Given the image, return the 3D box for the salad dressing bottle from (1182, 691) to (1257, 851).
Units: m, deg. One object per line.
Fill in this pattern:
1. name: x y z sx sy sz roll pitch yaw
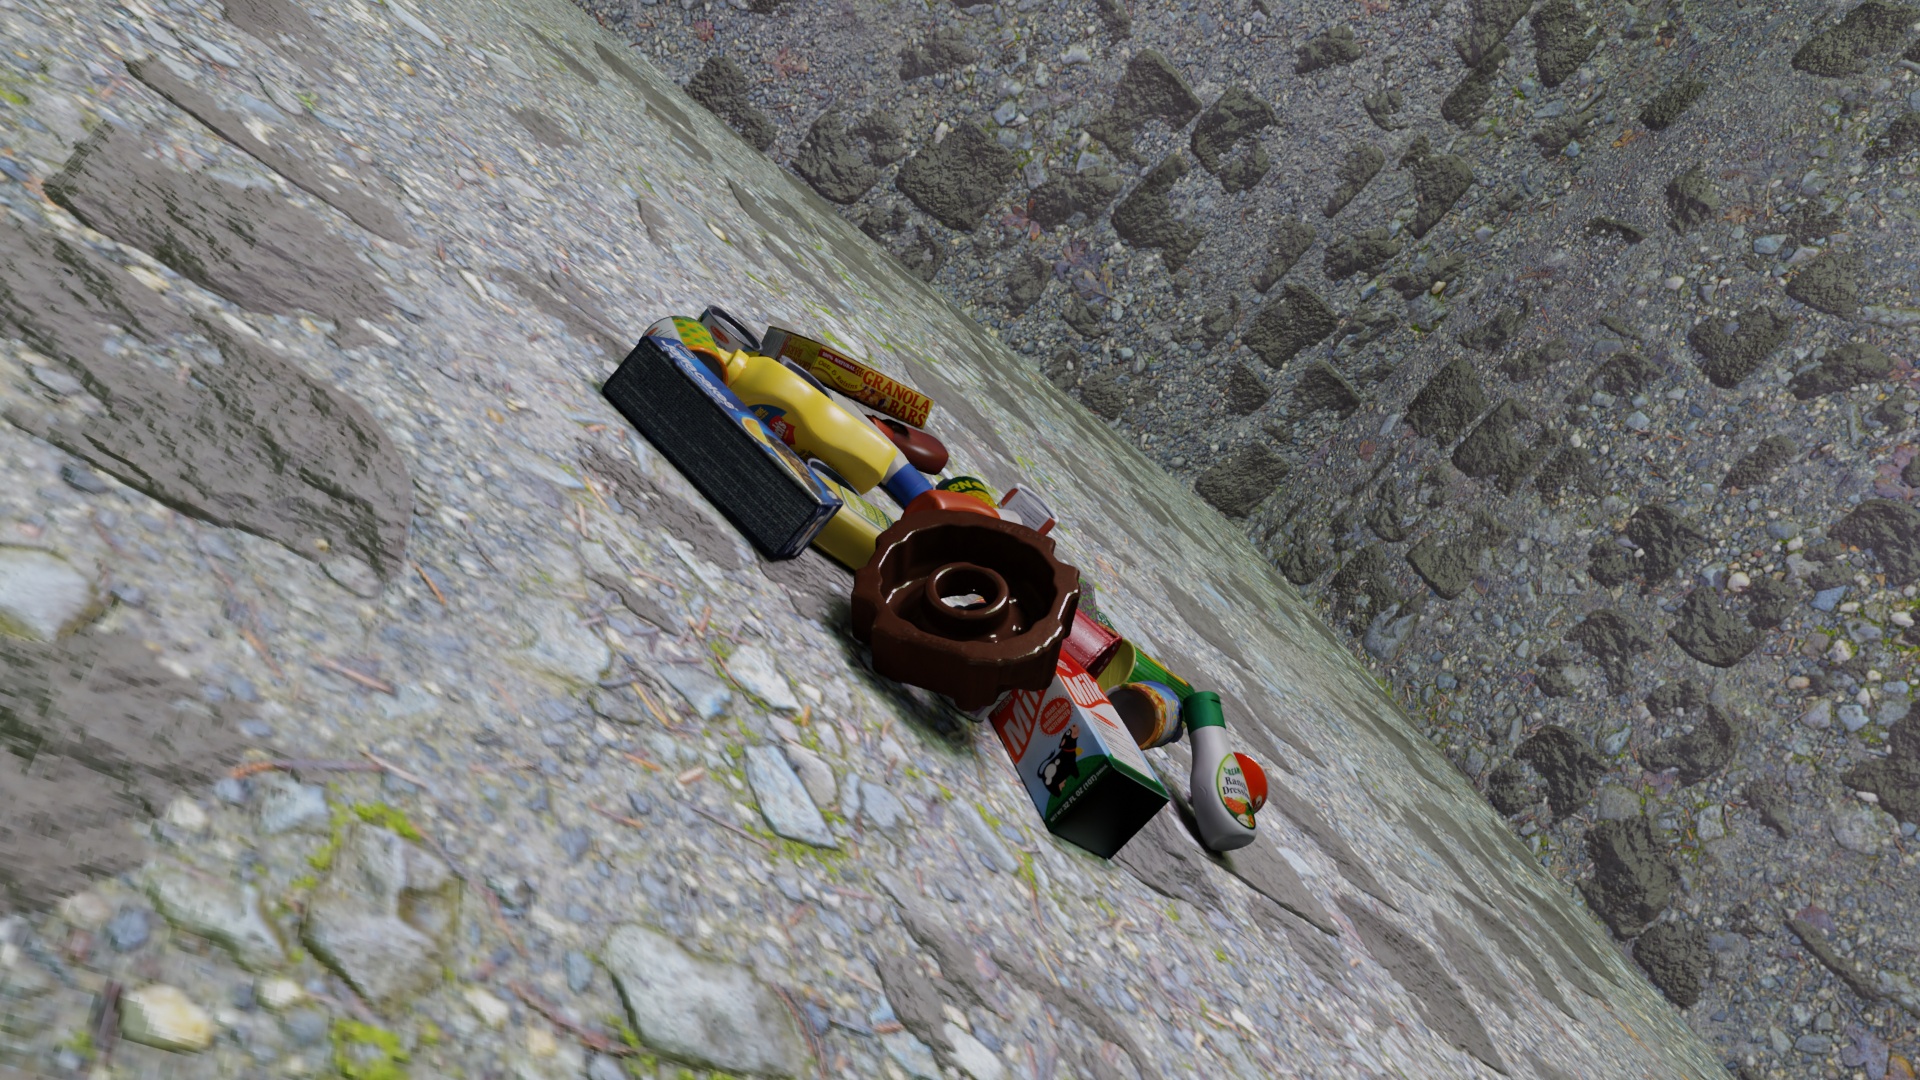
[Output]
1. salad dressing bottle: 0.240 0.215 1.306 0.064 0.044 0.148 23 46 -37

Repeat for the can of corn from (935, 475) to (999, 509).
1. can of corn: 0.006 -0.028 1.492 0.071 0.071 0.058 32 16 -37

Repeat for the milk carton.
1. milk carton: 0.083 0.154 1.108 0.073 0.072 0.191 33 16 -35

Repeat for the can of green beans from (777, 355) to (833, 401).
1. can of green beans: -0.167 -0.135 1.352 0.071 0.057 0.071 39 13 -11

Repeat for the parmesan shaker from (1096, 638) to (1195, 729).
1. parmesan shaker: 0.185 0.153 1.433 0.103 0.071 0.071 35 14 -31

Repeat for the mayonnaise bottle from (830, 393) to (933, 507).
1. mayonnaise bottle: -0.093 -0.094 1.481 0.148 0.041 0.065 45 12 9

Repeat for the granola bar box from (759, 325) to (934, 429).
1. granola bar box: -0.127 -0.182 1.549 0.165 0.039 0.124 23 3 -39

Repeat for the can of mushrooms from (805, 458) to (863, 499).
1. can of mushrooms: -0.121 -0.040 1.233 0.071 0.033 0.071 40 13 -11

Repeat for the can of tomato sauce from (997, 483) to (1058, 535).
1. can of tomato sauce: 0.060 -0.014 1.568 0.071 0.083 0.071 40 13 -11

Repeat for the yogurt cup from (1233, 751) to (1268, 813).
1. yogurt cup: 0.262 0.245 1.358 0.072 0.072 0.054 45 21 14

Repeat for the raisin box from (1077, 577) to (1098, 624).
1. raisin box: 0.091 0.064 1.437 0.123 0.040 0.086 32 41 -36

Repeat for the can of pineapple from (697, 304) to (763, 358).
1. can of pineapple: -0.230 -0.181 1.319 0.071 0.057 0.071 40 13 -11

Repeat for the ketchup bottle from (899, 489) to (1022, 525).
1. ketchup bottle: 0.005 -0.018 1.404 0.149 0.064 0.043 4 42 -51

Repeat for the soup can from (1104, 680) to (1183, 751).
1. soup can: 0.173 0.170 1.329 0.071 0.071 0.084 46 14 19

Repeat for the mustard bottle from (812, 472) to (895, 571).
1. mustard bottle: -0.111 -0.021 1.166 0.160 0.048 0.065 33 17 -35

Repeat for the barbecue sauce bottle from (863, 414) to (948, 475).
1. barbecue sauce bottle: -0.073 -0.112 1.590 0.065 0.043 0.148 37 10 27

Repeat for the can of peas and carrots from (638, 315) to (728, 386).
1. can of peas and carrots: -0.234 -0.148 1.180 0.071 0.071 0.059 31 17 -40

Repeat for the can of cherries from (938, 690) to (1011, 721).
1. can of cherries: 0.012 0.099 1.107 0.071 0.058 0.072 40 13 -11

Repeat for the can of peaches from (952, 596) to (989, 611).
1. can of peaches: 0.023 0.080 1.188 0.071 0.071 0.058 43 12 6

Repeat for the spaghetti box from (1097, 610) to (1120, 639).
1. spaghetti box: 0.089 0.063 1.521 0.250 0.028 0.050 31 18 -40
